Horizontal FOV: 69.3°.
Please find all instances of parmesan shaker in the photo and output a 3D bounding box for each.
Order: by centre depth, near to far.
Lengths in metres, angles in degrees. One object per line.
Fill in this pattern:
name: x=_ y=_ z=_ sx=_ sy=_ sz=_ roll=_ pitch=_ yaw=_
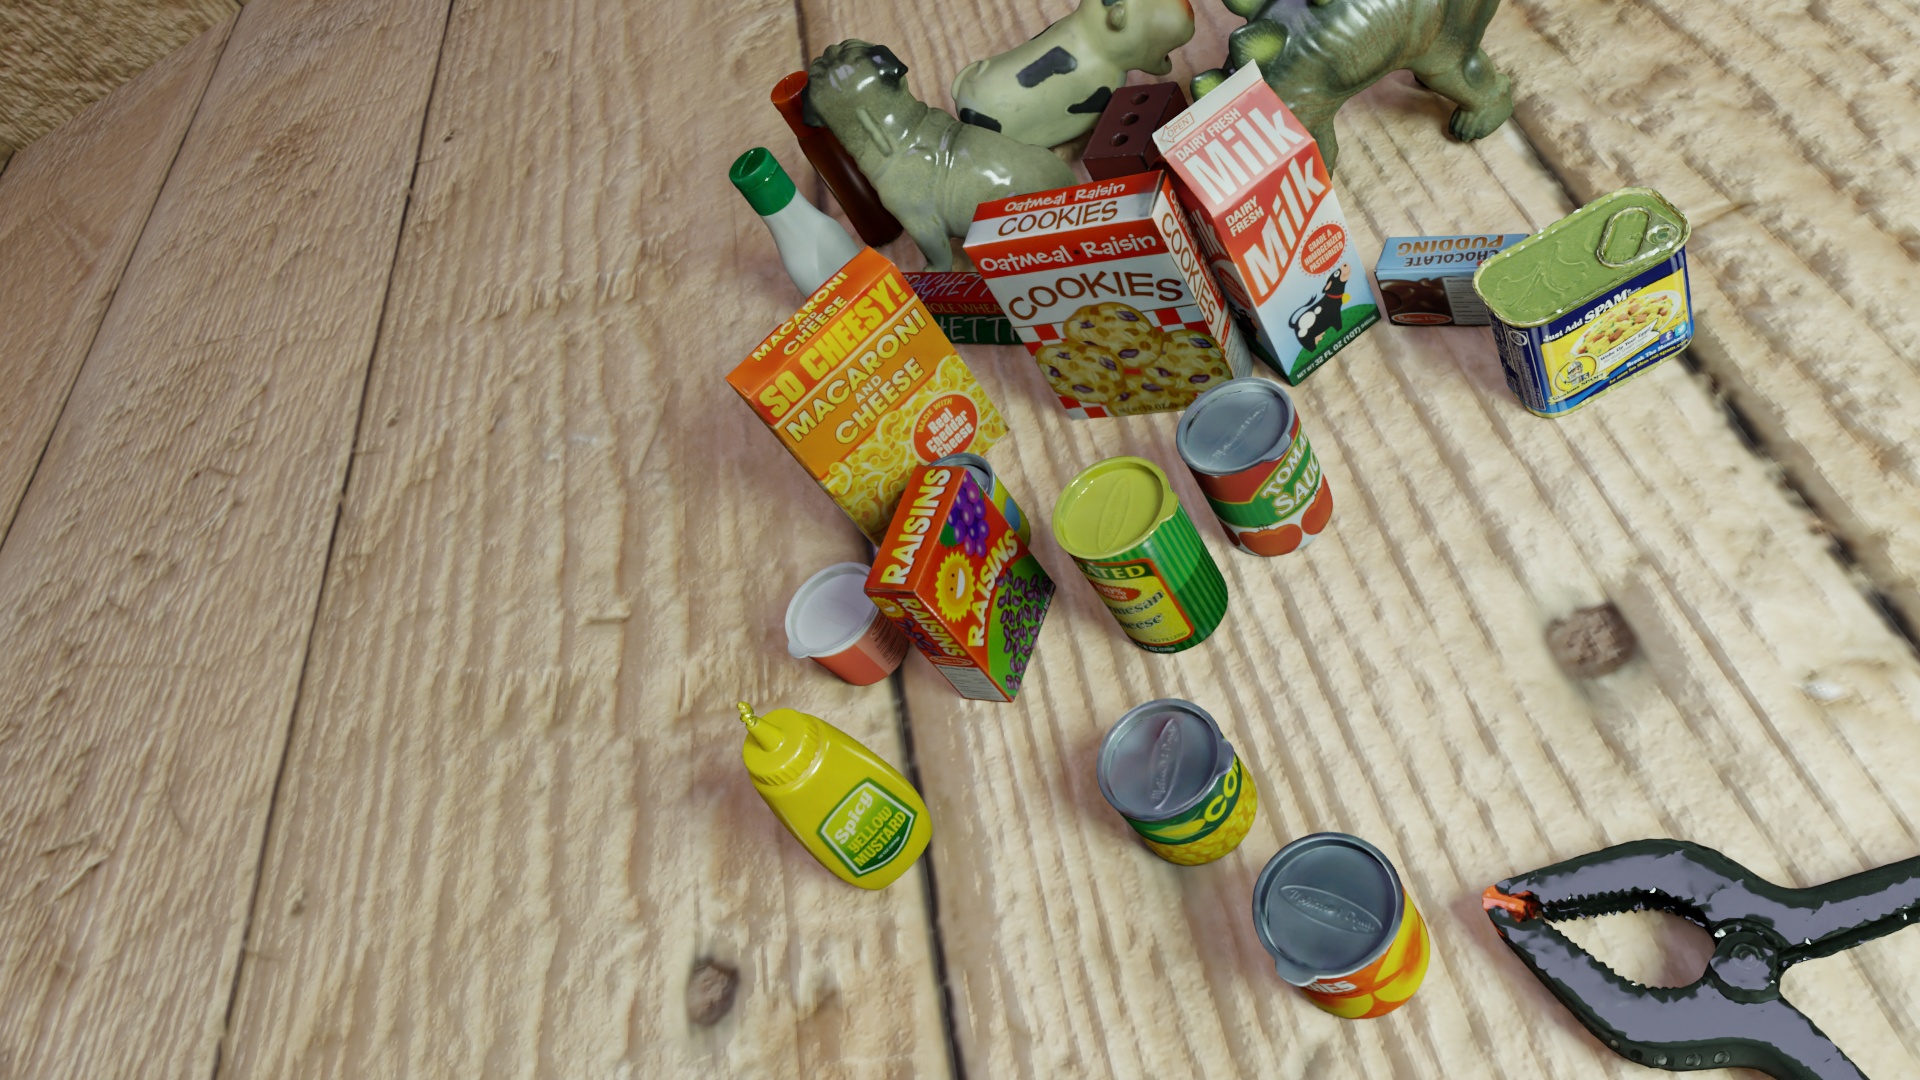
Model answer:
parmesan shaker: x=0.103 y=0.010 z=0.763 sx=0.071 sy=0.102 sz=0.072 roll=-17 pitch=48 yaw=20

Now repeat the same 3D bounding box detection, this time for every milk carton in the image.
milk carton: x=0.174 y=-0.187 z=0.815 sx=0.072 sy=0.190 sz=0.074 roll=-38 pitch=44 yaw=1

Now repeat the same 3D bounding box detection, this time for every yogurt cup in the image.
yogurt cup: x=-0.068 y=0.055 z=0.871 sx=0.072 sy=0.053 sz=0.073 roll=-17 pitch=48 yaw=20

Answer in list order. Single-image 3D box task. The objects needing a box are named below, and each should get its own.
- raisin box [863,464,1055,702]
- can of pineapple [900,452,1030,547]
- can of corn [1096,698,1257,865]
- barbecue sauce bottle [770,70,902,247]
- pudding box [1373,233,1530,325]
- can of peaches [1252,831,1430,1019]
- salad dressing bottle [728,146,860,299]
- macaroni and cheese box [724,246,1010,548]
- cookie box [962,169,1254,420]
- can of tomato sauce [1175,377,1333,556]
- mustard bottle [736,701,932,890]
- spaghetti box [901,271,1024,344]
raisin box: x=0.002 y=0.026 z=0.800 sx=0.040 sy=0.123 sz=0.086 roll=3 pitch=57 yaw=34
can of pineapple: x=0.003 y=-0.011 z=0.876 sx=0.071 sy=0.057 sz=0.071 roll=-17 pitch=48 yaw=20
can of corn: x=0.112 y=0.122 z=0.699 sx=0.071 sy=0.058 sz=0.071 roll=-17 pitch=48 yaw=20
barbecue sauce bottle: x=-0.097 y=-0.308 z=1.116 sx=0.043 sy=0.148 sz=0.065 roll=-25 pitch=46 yaw=14
pudding box: x=0.291 y=-0.152 z=0.813 sx=0.083 sy=0.049 sz=0.030 roll=6 pitch=59 yaw=36
can of peaches: x=0.169 y=0.175 z=0.620 sx=0.071 sy=0.058 sz=0.071 roll=-17 pitch=48 yaw=20
salad dressing bottle: x=-0.123 y=-0.239 z=1.077 sx=0.044 sy=0.147 sz=0.064 roll=0 pitch=56 yaw=33
macaroni and cheese box: x=-0.056 y=-0.088 z=0.899 sx=0.124 sy=0.166 sz=0.040 roll=-44 pitch=44 yaw=-6
cookie box: x=0.094 y=-0.144 z=0.848 sx=0.123 sy=0.167 sz=0.040 roll=-2 pitch=55 yaw=31
can of tomato sauce: x=0.167 y=-0.039 z=0.776 sx=0.071 sy=0.083 sz=0.071 roll=-17 pitch=48 yaw=20
mustard bottle: x=-0.074 y=0.130 z=0.738 sx=0.065 sy=0.159 sz=0.049 roll=-48 pitch=45 yaw=-9
spaghetti box: x=0.019 y=-0.167 z=0.998 sx=0.250 sy=0.050 sz=0.029 roll=7 pitch=60 yaw=36
